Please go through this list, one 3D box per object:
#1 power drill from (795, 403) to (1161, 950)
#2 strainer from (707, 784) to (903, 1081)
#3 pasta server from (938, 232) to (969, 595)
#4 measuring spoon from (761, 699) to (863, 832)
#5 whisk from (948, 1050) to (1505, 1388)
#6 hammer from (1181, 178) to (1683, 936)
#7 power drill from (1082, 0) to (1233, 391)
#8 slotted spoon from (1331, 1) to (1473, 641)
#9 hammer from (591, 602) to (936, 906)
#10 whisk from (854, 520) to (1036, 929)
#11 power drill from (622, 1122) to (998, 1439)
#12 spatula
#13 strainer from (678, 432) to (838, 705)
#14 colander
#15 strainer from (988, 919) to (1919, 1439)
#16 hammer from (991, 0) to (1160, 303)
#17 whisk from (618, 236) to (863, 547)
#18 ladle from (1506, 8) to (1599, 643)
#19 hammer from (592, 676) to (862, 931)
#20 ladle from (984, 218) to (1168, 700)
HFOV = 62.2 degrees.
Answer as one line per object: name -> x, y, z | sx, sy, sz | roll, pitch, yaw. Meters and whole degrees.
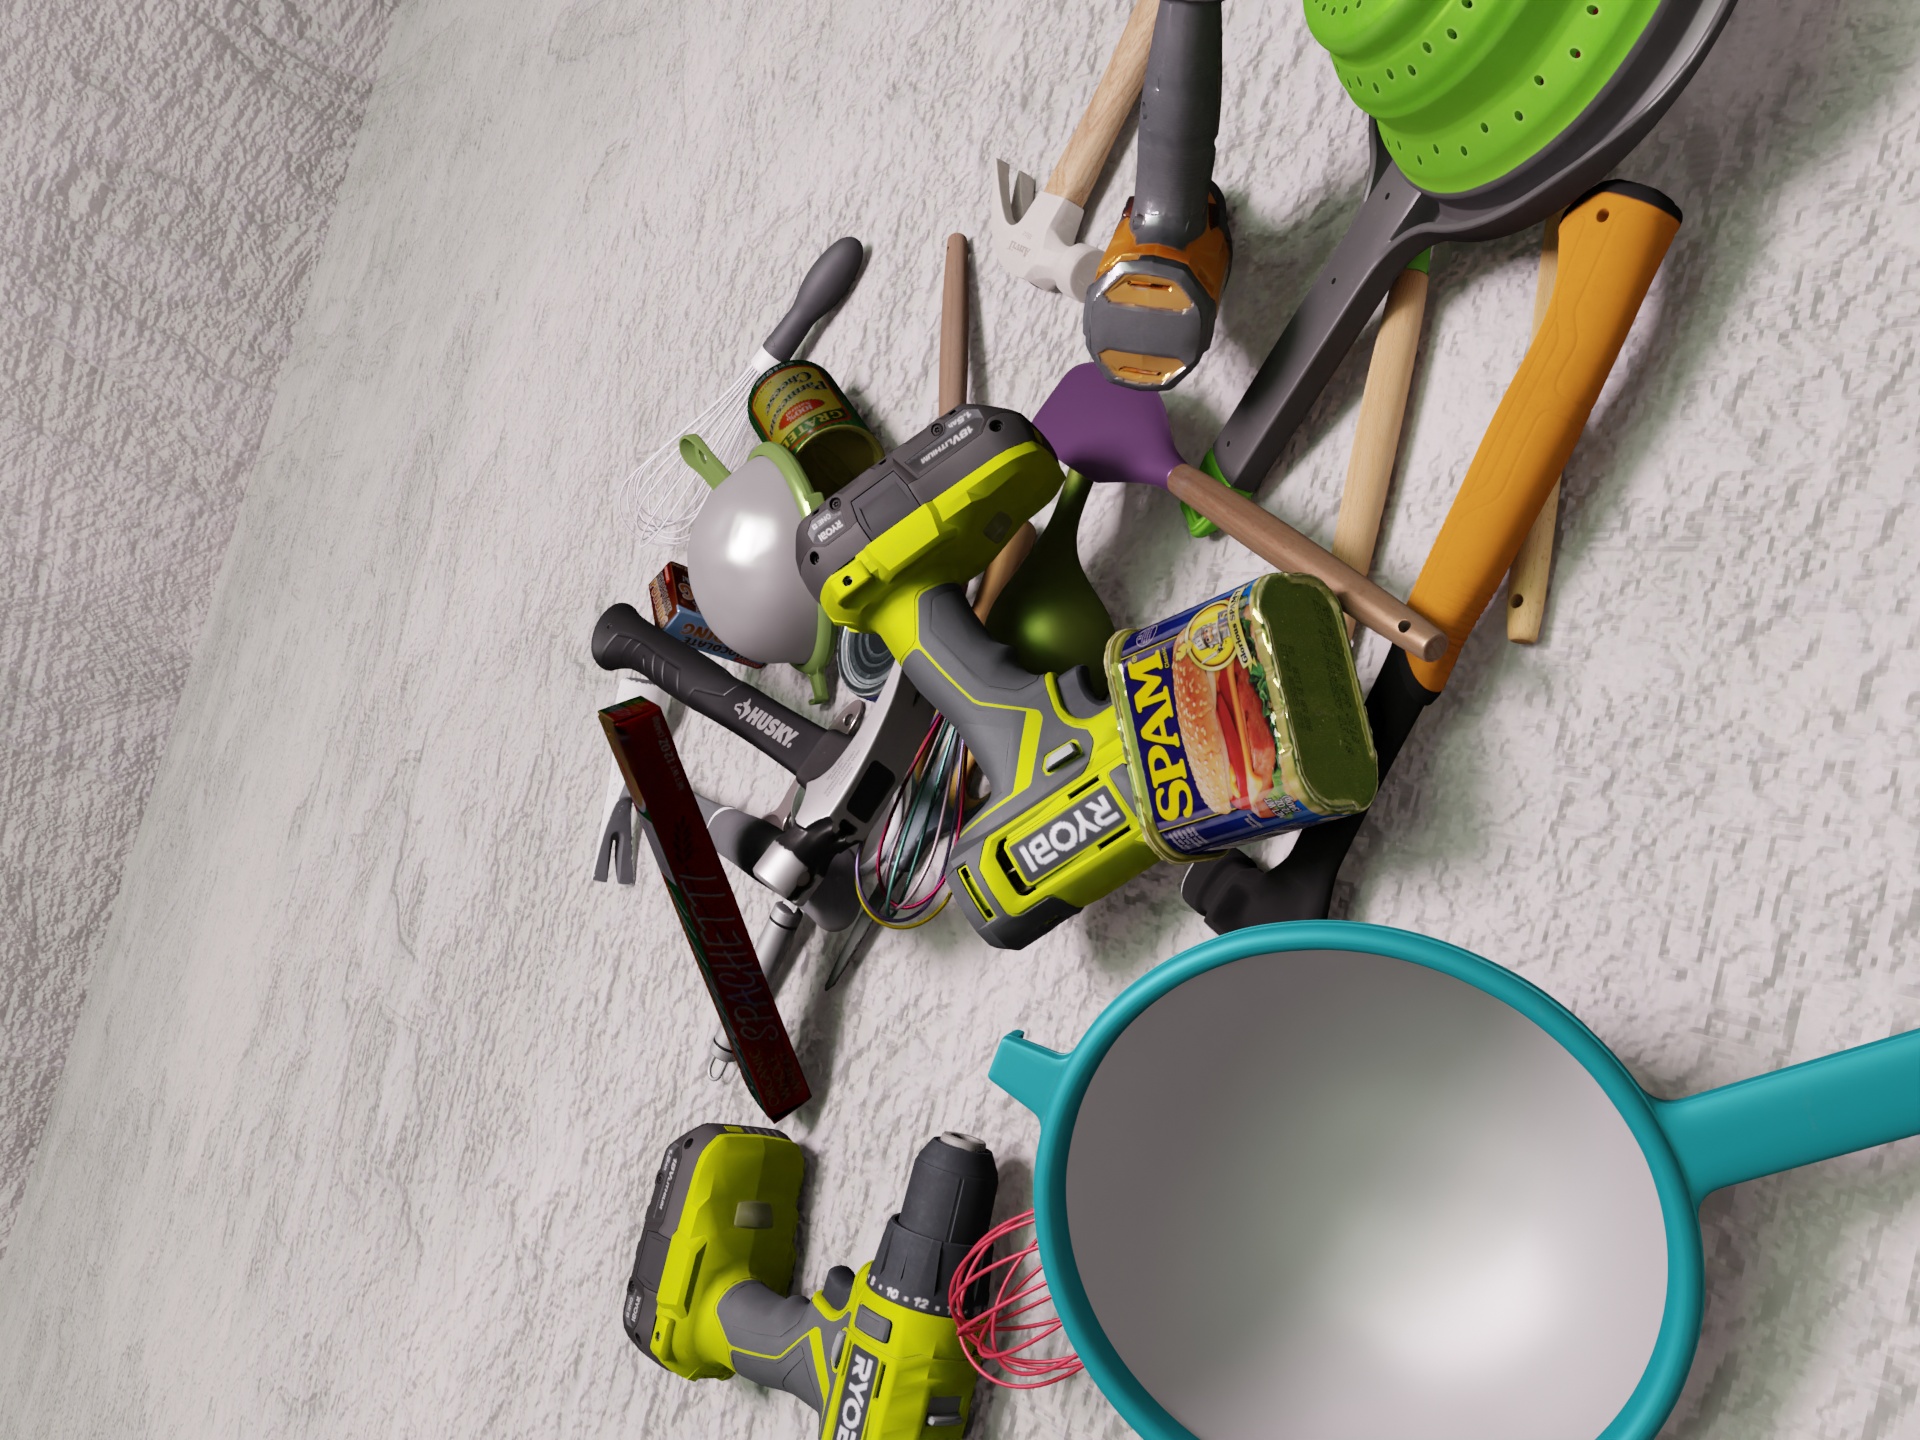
power drill -> 0.035, -0.029, 0.746 | 0.171, 0.080, 0.223 | -34, 74, 12
strainer -> -0.102, 0.111, 0.958 | 0.087, 0.050, 0.258 | 36, 108, 37
pasta server -> -0.012, -0.180, 0.947 | 0.060, 0.040, 0.316 | 130, 148, -52
measuring spoon -> -0.092, 0.040, 0.999 | 0.124, 0.018, 0.034 | -55, 39, 9
whisk -> 0.101, 0.196, 0.649 | 0.296, 0.073, 0.073 | -39, 47, 27
hammer -> 0.195, -0.043, 0.624 | 0.127, 0.034, 0.337 | 41, 112, 54
power drill -> 0.106, -0.289, 0.731 | 0.185, 0.084, 0.226 | -68, -16, -52
slotted spoon -> 0.195, -0.174, 0.713 | 0.070, 0.031, 0.314 | 4, 80, 59
hammer -> -0.133, -0.017, 0.922 | 0.146, 0.035, 0.335 | -54, 38, -7
whisk -> 0.001, -0.002, 0.852 | 0.047, 0.051, 0.245 | 10, 67, 22
power drill -> -0.072, 0.285, 0.812 | 0.229, 0.080, 0.190 | 7, 81, 50
spatula -> 0.115, -0.102, 0.720 | 0.060, 0.018, 0.316 | -53, 38, 9
strainer -> -0.159, -0.126, 1.047 | 0.257, 0.069, 0.151 | 49, 146, 45
colander -> 0.166, -0.242, 0.660 | 0.205, 0.094, 0.397 | -101, 33, -45
strainer -> 0.192, 0.138, 0.527 | 0.340, 0.095, 0.211 | -24, 89, 21
hammer -> 0.112, -0.406, 0.916 | 0.130, 0.031, 0.331 | 42, 108, 51
whisk -> -0.159, -0.238, 1.172 | 0.284, 0.070, 0.070 | -49, 42, 20
ladle -> 0.246, -0.184, 0.654 | 0.069, 0.031, 0.315 | -3, 74, 50
hammer -> -0.157, 0.068, 0.996 | 0.409, 0.036, 0.149 | 16, 95, 61
ladle -> 0.080, -0.154, 0.847 | 0.078, 0.062, 0.320 | 5, 71, 40
